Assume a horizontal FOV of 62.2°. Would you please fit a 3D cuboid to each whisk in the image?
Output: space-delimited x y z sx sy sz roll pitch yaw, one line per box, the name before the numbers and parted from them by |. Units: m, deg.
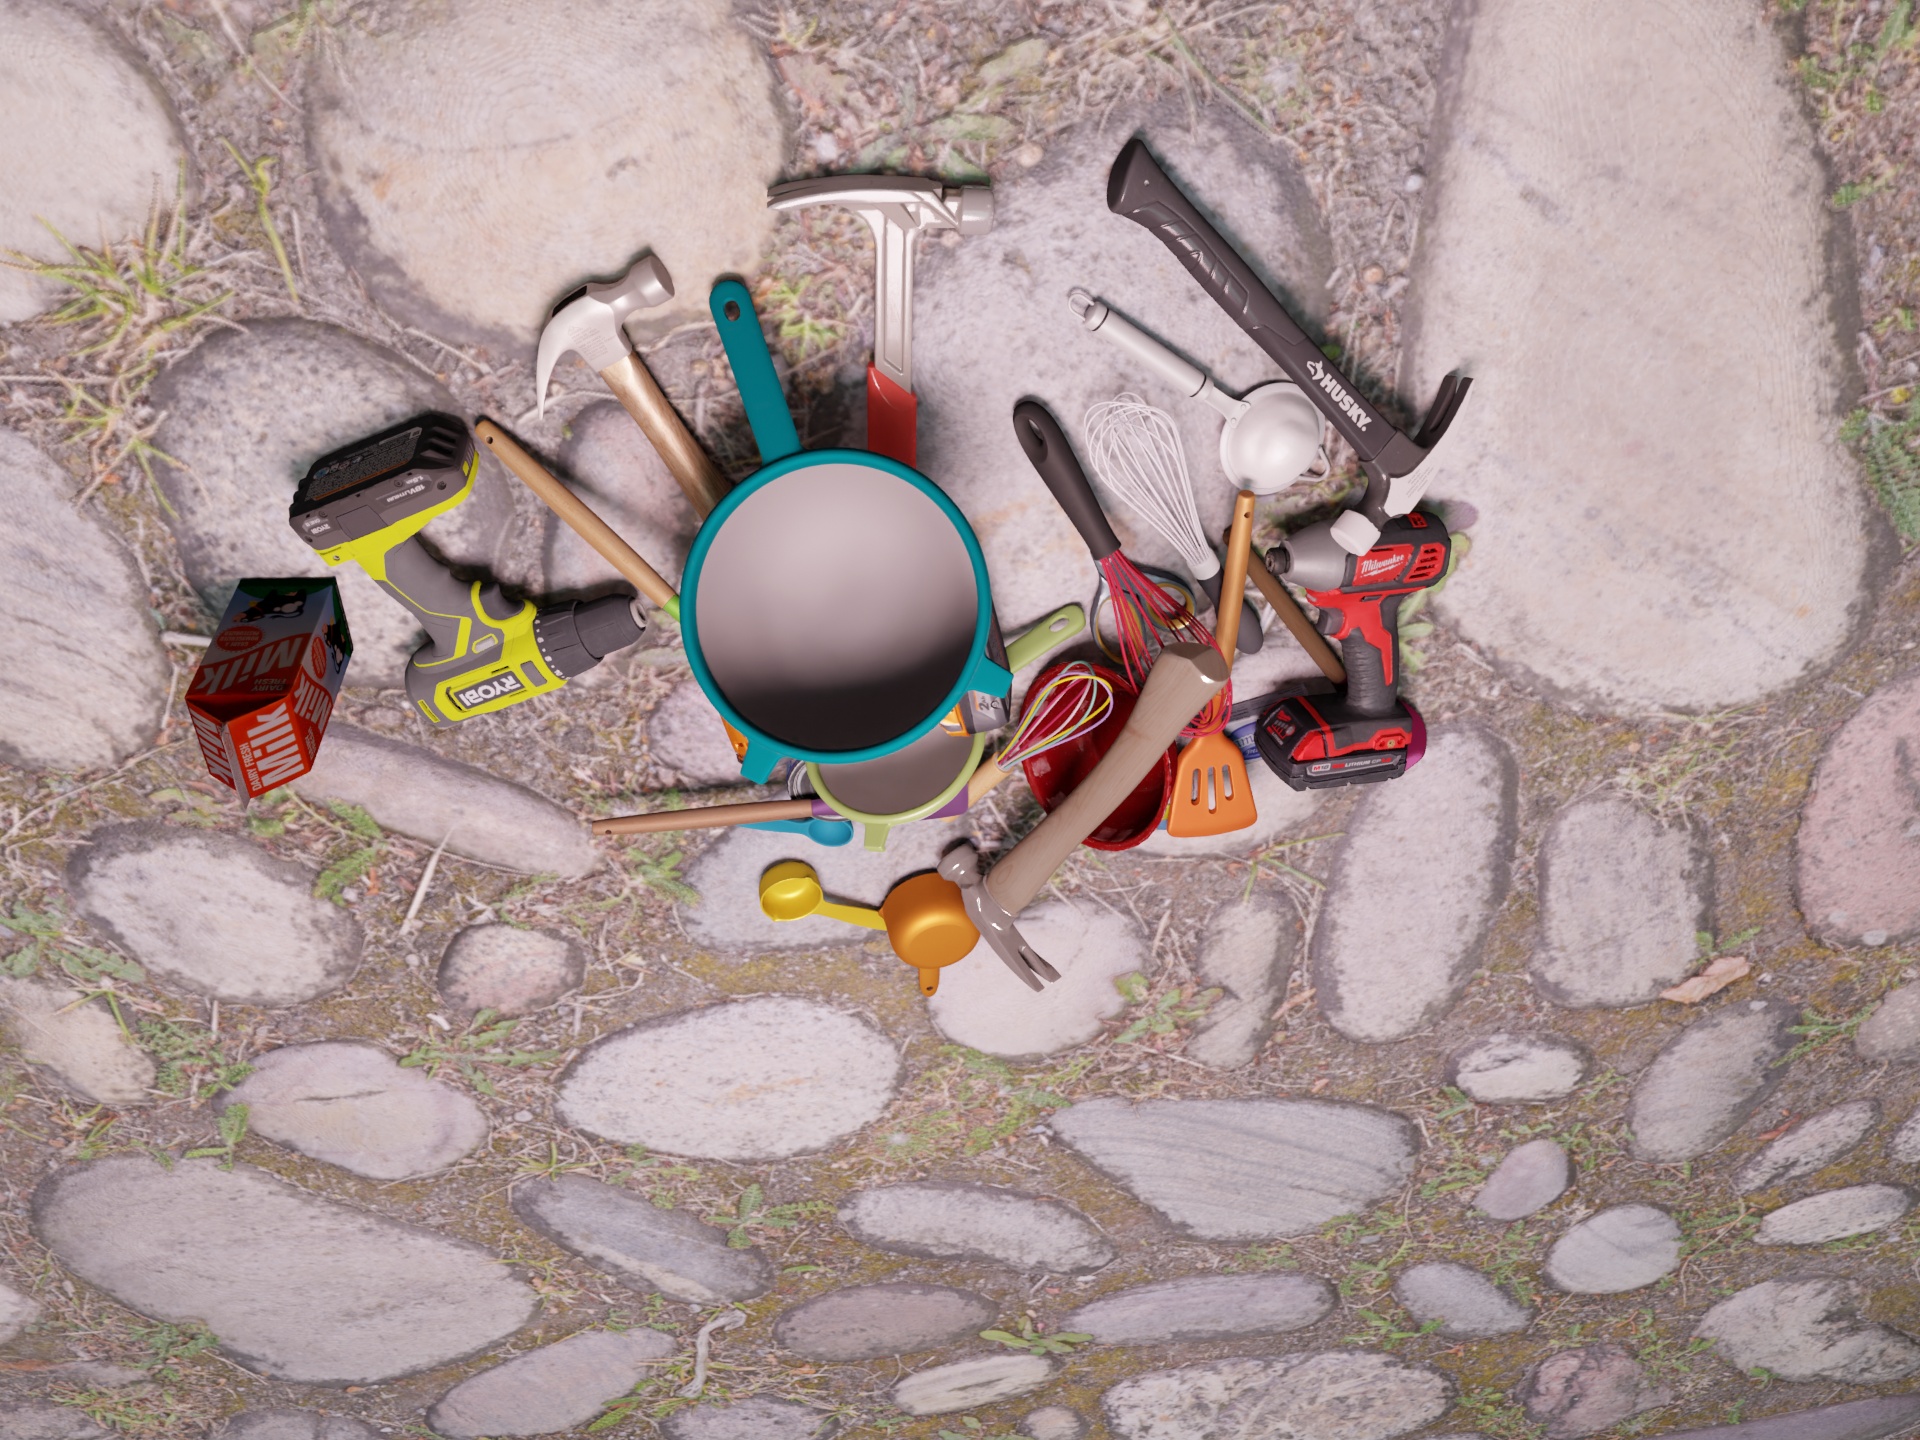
whisk | 0.172 -0.142 1.218 0.070 0.070 0.284 -26 132 15
whisk | 0.044 0.022 1.314 0.047 0.051 0.245 -11 159 -39
whisk | 0.121 -0.111 1.193 0.073 0.073 0.295 -28 106 16

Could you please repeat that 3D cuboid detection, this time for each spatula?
spatula | -0.151 0.074 1.335 0.316 0.018 0.059 -6 128 -2
spatula | 0.211 -0.038 1.263 0.081 0.041 0.322 -7 131 -9

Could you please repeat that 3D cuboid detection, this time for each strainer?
strainer | -0.002 -0.004 1.288 0.256 0.152 0.069 -34 149 -4
strainer | -0.101 -0.135 1.101 0.211 0.095 0.340 -20 85 6
strainer | 0.180 -0.235 1.151 0.258 0.050 0.087 28 106 -22

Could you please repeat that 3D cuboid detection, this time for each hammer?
hammer | 0.224 -0.273 1.106 0.334 0.035 0.146 40 90 -24
hammer | -0.059 -0.211 1.147 0.149 0.037 0.358 -1 129 -5
hammer | 0.105 0.077 1.271 0.038 0.146 0.410 -27 163 -37
hammer | -0.191 -0.173 1.167 0.130 0.031 0.331 -24 128 13

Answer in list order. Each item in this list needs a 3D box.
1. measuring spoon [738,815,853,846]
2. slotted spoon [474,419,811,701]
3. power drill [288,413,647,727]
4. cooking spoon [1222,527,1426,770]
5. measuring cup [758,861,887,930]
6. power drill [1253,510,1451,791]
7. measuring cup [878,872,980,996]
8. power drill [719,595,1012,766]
measuring spoon | -0.156 0.084 1.395 0.128 0.021 0.042 9 138 -1
slotted spoon | -0.228 -0.106 1.148 0.313 0.031 0.070 43 112 -5
power drill | -0.361 -0.106 1.177 0.190 0.080 0.228 -19 131 10
cooking spoon | 0.303 -0.052 1.325 0.069 0.017 0.318 -37 124 12
measuring cup | -0.116 0.166 1.462 0.156 0.029 0.062 19 124 -34
power drill | 0.302 -0.059 1.265 0.143 0.079 0.219 -6 120 -13
measuring cup | -0.025 0.219 1.485 0.095 0.052 0.173 -8 132 -10
power drill | -0.086 -0.051 1.202 0.226 0.084 0.164 -8 127 11
